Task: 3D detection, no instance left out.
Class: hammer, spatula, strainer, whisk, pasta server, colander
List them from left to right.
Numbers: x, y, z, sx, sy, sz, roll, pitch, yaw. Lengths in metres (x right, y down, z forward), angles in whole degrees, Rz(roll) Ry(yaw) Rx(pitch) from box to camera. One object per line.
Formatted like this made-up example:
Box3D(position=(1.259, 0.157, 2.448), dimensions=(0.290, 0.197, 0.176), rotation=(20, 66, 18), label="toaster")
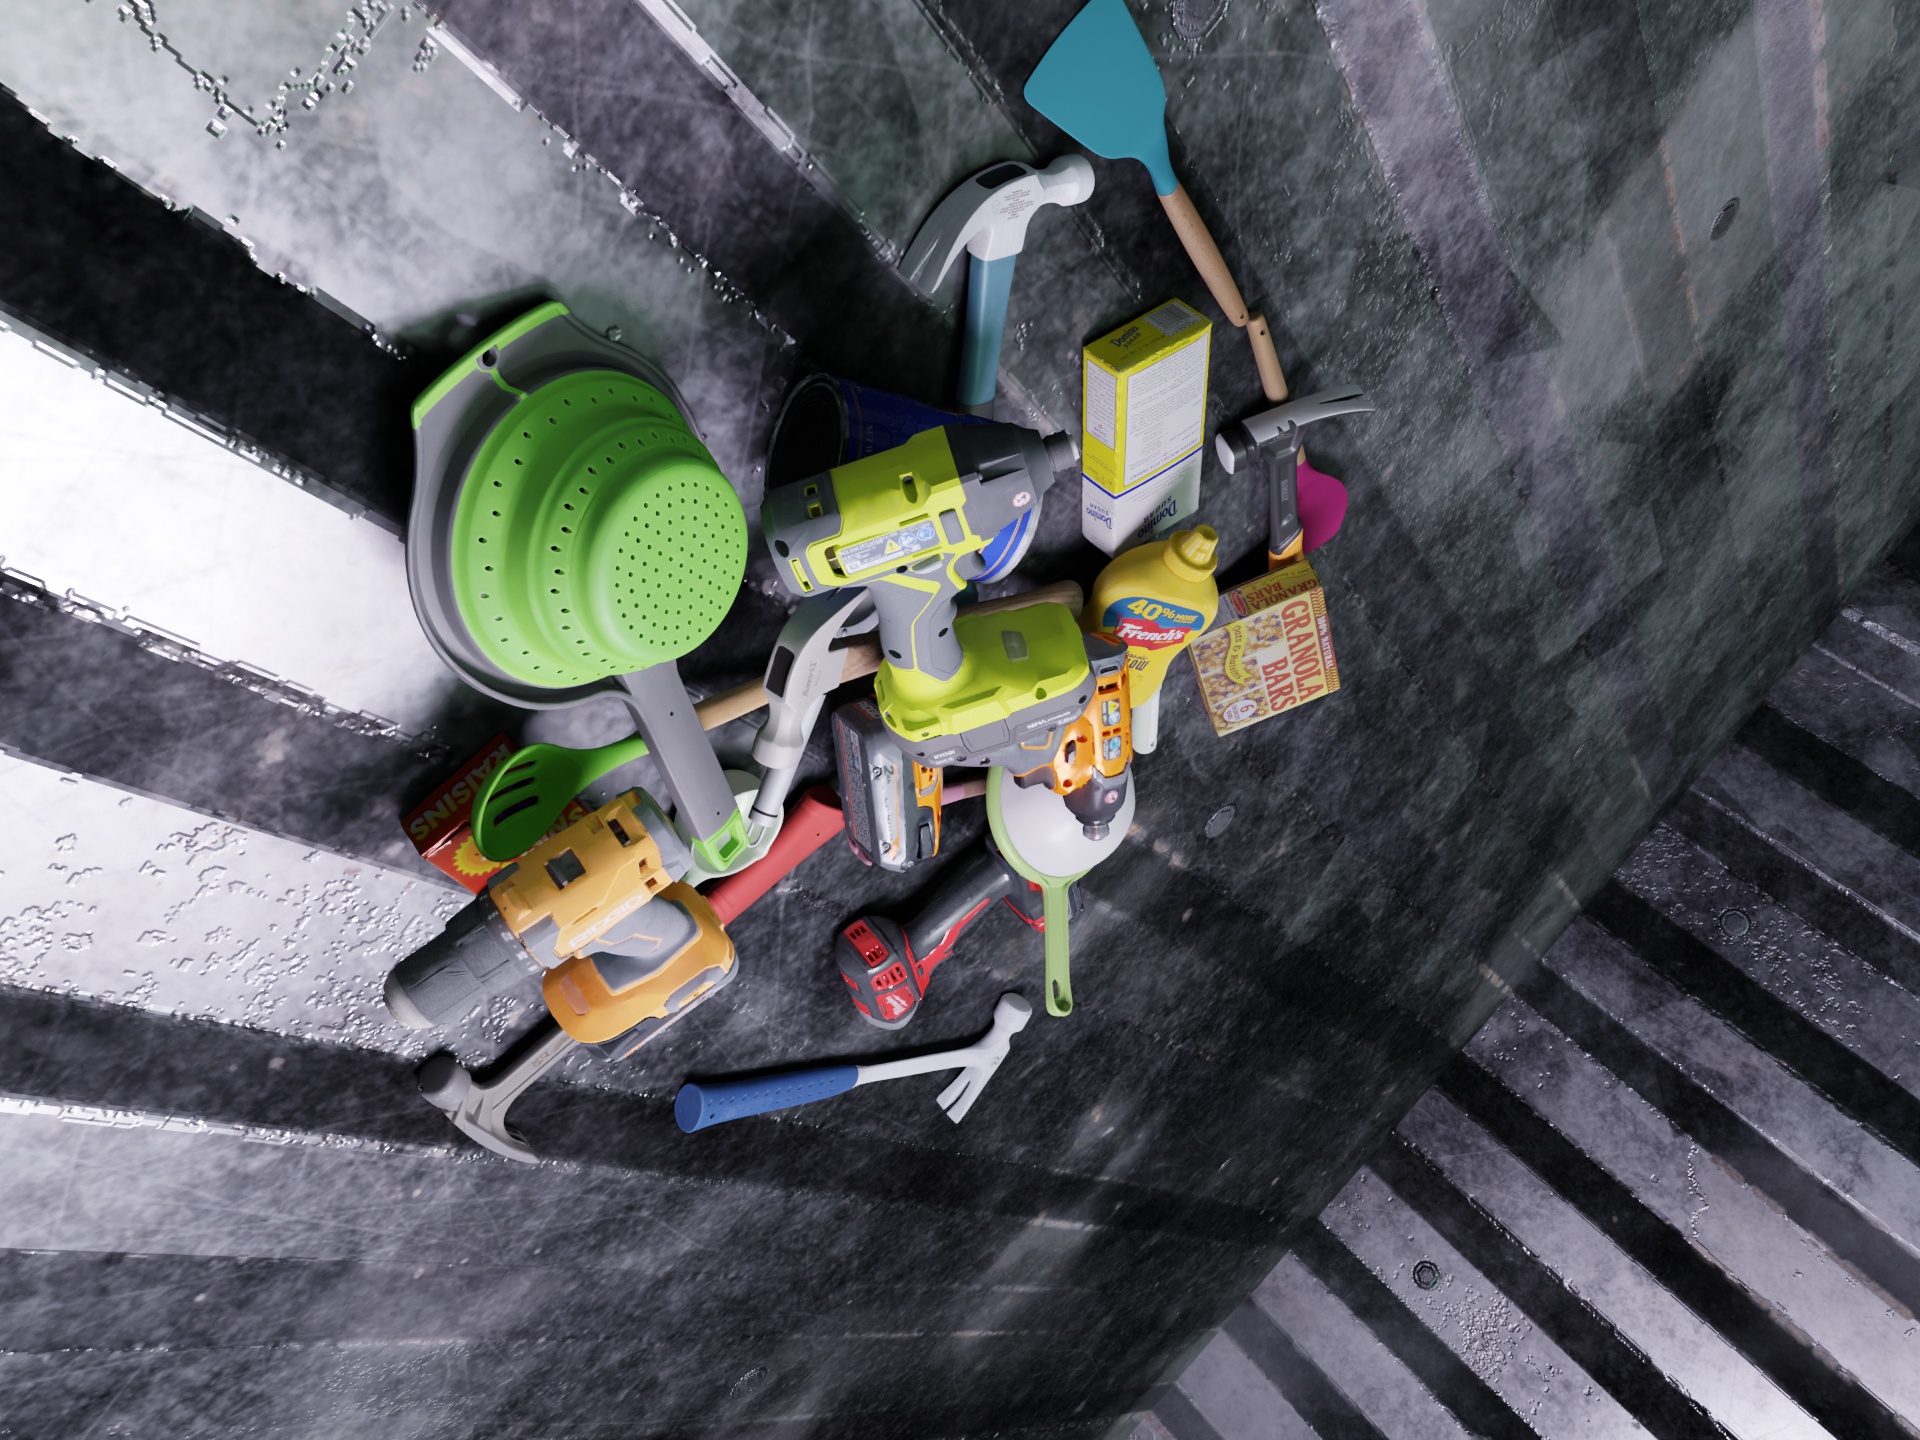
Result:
Box3D(position=(-0.220, 0.180, 1.177), dimensions=(0.359, 0.037, 0.149), rotation=(-40, 145, -10), label="hammer")
Box3D(position=(-0.165, -0.038, 0.903), dimensions=(0.204, 0.095, 0.396), rotation=(-49, 142, -29), label="colander")
Box3D(position=(-0.096, -0.033, 1.062), dimensions=(0.086, 0.050, 0.258), rotation=(13, 101, -57), label="strainer")
Box3D(position=(-0.095, 0.333, 1.466), dimensions=(0.405, 0.035, 0.144), rotation=(3, 121, -49), label="hammer")
Box3D(position=(-0.012, -0.062, 1.094), dimensions=(0.331, 0.031, 0.130), rotation=(-19, 133, -52), label="hammer")
Box3D(position=(0.010, -0.202, 1.053), dimensions=(0.128, 0.033, 0.330), rotation=(-24, 139, -32), label="hammer")
Box3D(position=(0.023, 0.056, 1.321), dimensions=(0.316, 0.040, 0.060), rotation=(-13, 122, -42), label="pasta server")
Box3D(position=(0.096, 0.114, 1.306), dimensions=(0.151, 0.069, 0.256), rotation=(6, 81, -42), label="strainer")
Box3D(position=(0.162, -0.049, 1.364), dimensions=(0.246, 0.059, 0.058), rotation=(85, 28, -52), label="whisk")
Box3D(position=(0.139, -0.349, 1.062), dimensions=(0.082, 0.044, 0.317), rotation=(-51, 150, 4), label="spatula")
Box3D(position=(0.292, -0.150, 1.395), dimensions=(0.127, 0.034, 0.336), rotation=(-22, 145, -3), label="hammer")

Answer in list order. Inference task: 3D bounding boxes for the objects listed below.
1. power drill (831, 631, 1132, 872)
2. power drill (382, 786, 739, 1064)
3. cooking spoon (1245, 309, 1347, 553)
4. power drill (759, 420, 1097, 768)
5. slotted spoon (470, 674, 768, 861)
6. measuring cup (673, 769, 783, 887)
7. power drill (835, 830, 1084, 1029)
Box3D(position=(0.027, 0.036, 1.183), dimensions=(0.226, 0.084, 0.164), rotation=(-15, 114, -22), label="power drill")
Box3D(position=(-0.237, 0.143, 0.976), dimensions=(0.185, 0.084, 0.226), rotation=(-35, 158, -12), label="power drill")
Box3D(position=(0.276, -0.234, 1.328), dimensions=(0.069, 0.017, 0.318), rotation=(-36, 146, 1), label="cooking spoon")
Box3D(position=(0.001, -0.075, 0.924), dimensions=(0.171, 0.080, 0.223), rotation=(-18, 144, 4), label="power drill")
Box3D(position=(-0.185, 0.008, 1.012), dimensions=(0.314, 0.031, 0.070), rotation=(-28, 134, -45), label="slotted spoon")
Box3D(position=(-0.199, 0.101, 1.123), dimensions=(0.167, 0.038, 0.083), rotation=(-44, 146, -3), label="measuring cup")
Box3D(position=(-0.003, 0.183, 1.387), dimensions=(0.219, 0.079, 0.143), rotation=(-34, 143, -16), label="power drill")
